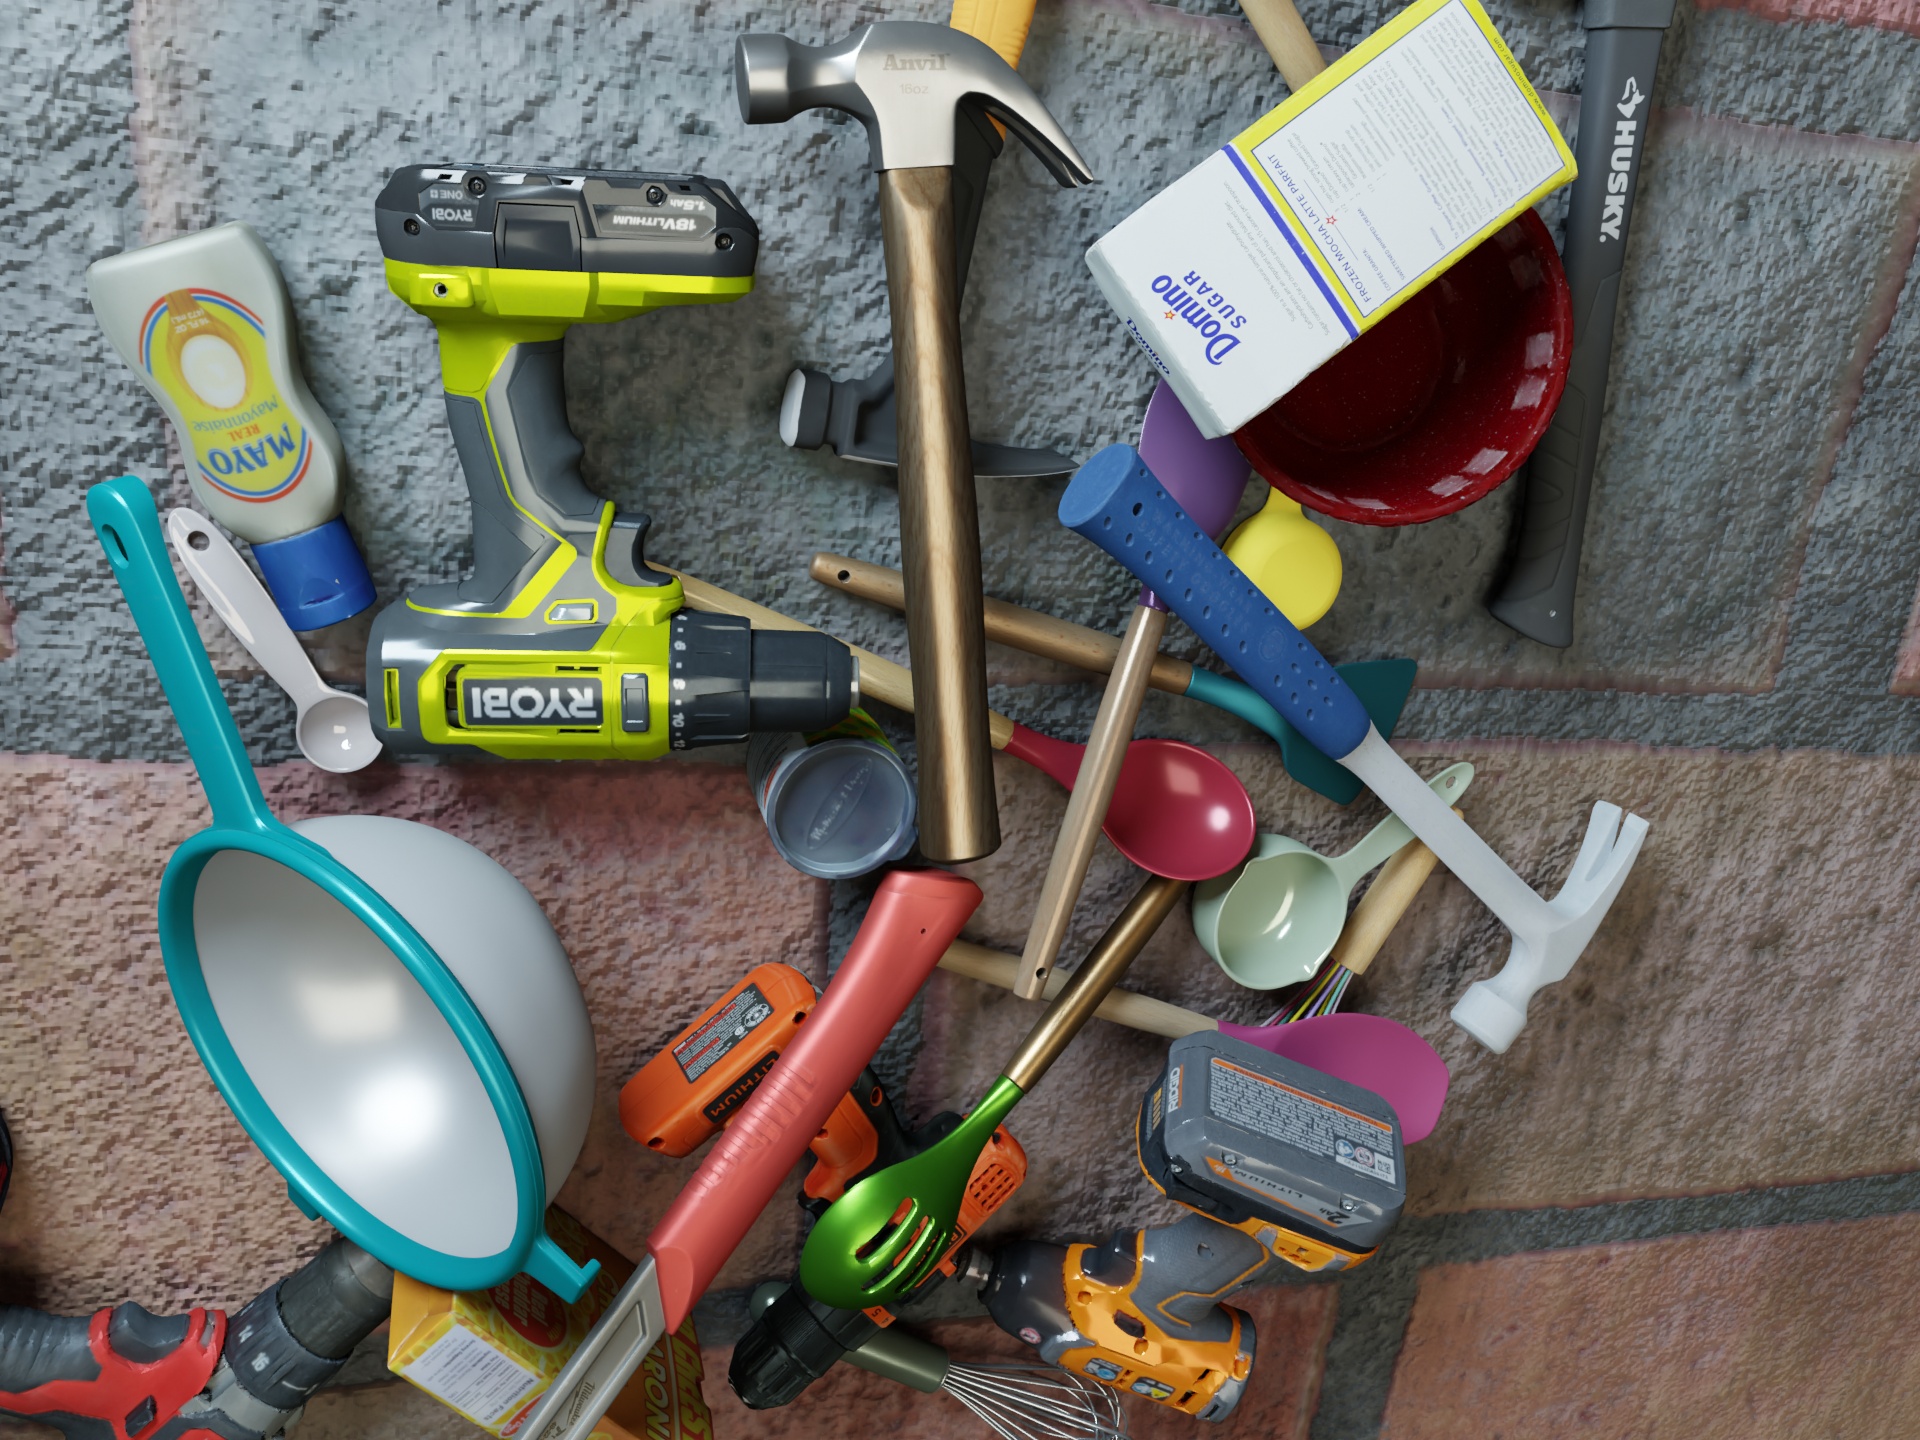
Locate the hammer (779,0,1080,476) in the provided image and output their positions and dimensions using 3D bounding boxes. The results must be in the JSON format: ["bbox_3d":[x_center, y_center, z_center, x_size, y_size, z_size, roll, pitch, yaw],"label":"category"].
[{"bbox_3d":[0.017,-0.264,0.629,0.127,0.034,0.336,6,109,-18],"label":"hammer"}]

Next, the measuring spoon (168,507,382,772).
[{"bbox_3d":[-0.277,-0.033,0.644,0.034,0.018,0.124,-31,109,-2],"label":"measuring spoon"}]

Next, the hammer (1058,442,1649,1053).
[{"bbox_3d":[0.193,0.009,0.750,0.405,0.035,0.144,40,87,-30],"label":"hammer"}]

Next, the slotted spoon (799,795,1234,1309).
[{"bbox_3d":[0.040,0.151,0.753,0.314,0.031,0.070,-49,124,-15],"label":"slotted spoon"}]

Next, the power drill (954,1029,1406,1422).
[{"bbox_3d":[0.103,0.259,0.800,0.164,0.084,0.226,22,127,-5],"label":"power drill"}]

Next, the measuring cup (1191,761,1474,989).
[{"bbox_3d":[0.189,0.068,0.812,0.167,0.038,0.083,-36,117,-9],"label":"measuring cup"}]

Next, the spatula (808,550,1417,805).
[{"bbox_3d":[0.078,-0.028,0.747,0.317,0.044,0.082,17,106,-17],"label":"spatula"}]

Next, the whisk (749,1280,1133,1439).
[{"bbox_3d":[-0.007,0.353,0.860,0.246,0.059,0.058,30,63,-21],"label":"whisk"}]

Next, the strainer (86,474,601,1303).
[{"bbox_3d":[-0.235,0.059,0.629,0.095,0.211,0.340,-36,118,-48],"label":"strainer"}]

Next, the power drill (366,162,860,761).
[{"bbox_3d":[-0.132,-0.092,0.617,0.190,0.080,0.228,0,111,-8],"label":"power drill"}]

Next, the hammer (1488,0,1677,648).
[{"bbox_3d":[0.295,-0.194,0.739,0.146,0.035,0.334,-5,112,-14],"label":"hammer"}]

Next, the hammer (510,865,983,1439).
[{"bbox_3d":[-0.099,0.216,0.682,0.149,0.037,0.359,46,72,-28],"label":"hammer"}]

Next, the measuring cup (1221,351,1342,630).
[{"bbox_3d":[0.159,-0.115,0.732,0.062,0.029,0.156,3,109,-18],"label":"measuring cup"}]

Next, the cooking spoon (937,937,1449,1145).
[{"bbox_3d":[0.103,0.149,0.795,0.318,0.017,0.069,19,89,-12],"label":"cooking spoon"}]

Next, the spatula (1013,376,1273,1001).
[{"bbox_3d":[0.076,-0.026,0.714,0.059,0.018,0.316,17,90,-22],"label":"spatula"}]

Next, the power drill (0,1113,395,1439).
[{"bbox_3d":[-0.375,0.251,0.691,0.188,0.080,0.226,-41,119,2],"label":"power drill"}]

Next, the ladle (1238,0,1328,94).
[{"bbox_3d":[0.102,-0.313,0.599,0.319,0.062,0.078,43,68,-38],"label":"ladle"}]

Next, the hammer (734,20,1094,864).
[{"bbox_3d":[-0.008,-0.100,0.637,0.130,0.031,0.331,-8,108,-13],"label":"hammer"}]

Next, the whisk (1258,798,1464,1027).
[{"bbox_3d":[0.189,0.146,0.837,0.047,0.051,0.245,30,97,-19],"label":"whisk"}]

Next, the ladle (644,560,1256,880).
[{"bbox_3d":[-0.001,-0.002,0.723,0.315,0.031,0.069,24,65,-19],"label":"ladle"}]
